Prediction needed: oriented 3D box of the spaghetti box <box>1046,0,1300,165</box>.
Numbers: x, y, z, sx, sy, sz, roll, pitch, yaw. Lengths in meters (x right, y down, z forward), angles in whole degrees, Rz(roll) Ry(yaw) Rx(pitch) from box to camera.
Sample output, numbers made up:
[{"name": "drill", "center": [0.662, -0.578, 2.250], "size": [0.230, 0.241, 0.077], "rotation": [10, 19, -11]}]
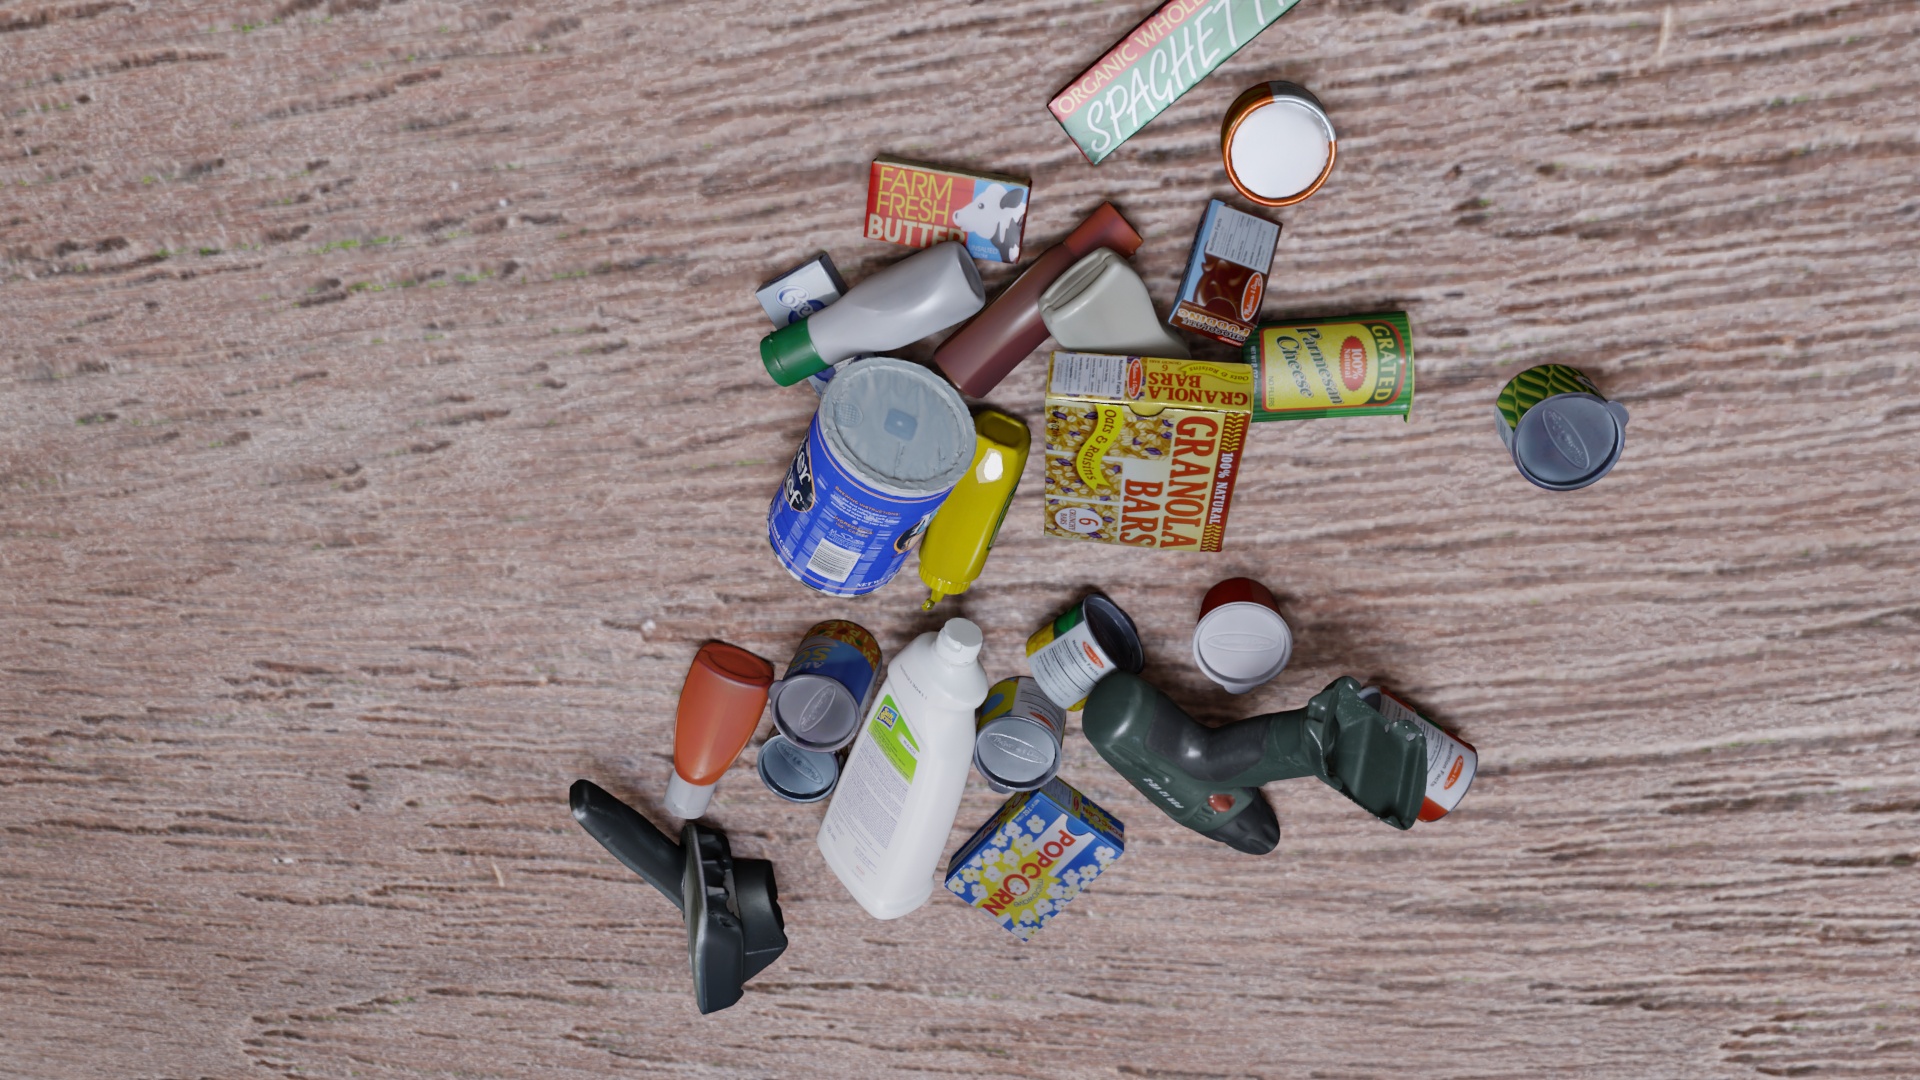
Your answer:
[{"name": "spaghetti box", "center": [0.160, -0.318, 0.819], "size": [0.249, 0.029, 0.050], "rotation": [-36, 104, 22]}]

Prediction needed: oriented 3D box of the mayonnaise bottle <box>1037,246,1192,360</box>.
[{"name": "mayonnaise bottle", "center": [0.113, -0.118, 0.886], "size": [0.064, 0.041, 0.148], "rotation": [-39, 129, 11]}]

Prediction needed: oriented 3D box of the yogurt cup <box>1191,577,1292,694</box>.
[{"name": "yogurt cup", "center": [0.197, 0.062, 0.978], "size": [0.072, 0.054, 0.072], "rotation": [3, 116, 7]}]

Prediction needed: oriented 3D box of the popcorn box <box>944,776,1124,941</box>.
[{"name": "popcorn box", "center": [0.058, 0.250, 1.098], "size": [0.085, 0.038, 0.126], "rotation": [37, 115, -8]}]

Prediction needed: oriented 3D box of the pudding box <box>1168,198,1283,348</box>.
[{"name": "pudding box", "center": [0.164, -0.166, 0.861], "size": [0.050, 0.084, 0.030], "rotation": [19, 156, -2]}]

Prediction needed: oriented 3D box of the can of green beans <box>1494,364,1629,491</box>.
[{"name": "can of green beans", "center": [0.380, -0.073, 0.883], "size": [0.071, 0.058, 0.071], "rotation": [4, 116, 8]}]

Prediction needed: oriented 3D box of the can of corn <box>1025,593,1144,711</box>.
[{"name": "can of corn", "center": [0.090, 0.081, 0.998], "size": [0.058, 0.071, 0.071], "rotation": [-37, 105, 27]}]

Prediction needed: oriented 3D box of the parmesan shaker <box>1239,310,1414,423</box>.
[{"name": "parmesan shaker", "center": [0.231, -0.107, 0.885], "size": [0.103, 0.071, 0.071], "rotation": [-3, 115, 10]}]

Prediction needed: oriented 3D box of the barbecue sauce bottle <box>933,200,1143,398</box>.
[{"name": "barbecue sauce bottle", "center": [0.051, -0.155, 0.897], "size": [0.148, 0.065, 0.044], "rotation": [-41, 84, 15]}]

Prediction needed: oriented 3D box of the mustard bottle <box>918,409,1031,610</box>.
[{"name": "mustard bottle", "center": [0.003, -0.012, 0.972], "size": [0.049, 0.065, 0.159], "rotation": [23, 123, 2]}]

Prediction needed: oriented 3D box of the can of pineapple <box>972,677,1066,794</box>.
[{"name": "can of pineapple", "center": [0.044, 0.145, 1.040], "size": [0.071, 0.058, 0.070], "rotation": [4, 116, 8]}]

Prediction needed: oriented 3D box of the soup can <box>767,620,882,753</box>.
[{"name": "soup can", "center": [-0.100, 0.105, 1.029], "size": [0.071, 0.084, 0.071], "rotation": [3, 115, 7]}]

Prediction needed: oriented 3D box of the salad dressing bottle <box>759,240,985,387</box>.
[{"name": "salad dressing bottle", "center": [-0.058, -0.143, 0.896], "size": [0.147, 0.064, 0.044], "rotation": [-21, 129, 18]}]

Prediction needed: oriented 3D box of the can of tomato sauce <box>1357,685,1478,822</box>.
[{"name": "can of tomato sauce", "center": [0.314, 0.153, 0.998], "size": [0.083, 0.071, 0.071], "rotation": [33, 116, -7]}]

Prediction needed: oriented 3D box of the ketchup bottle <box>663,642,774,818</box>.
[{"name": "ketchup bottle", "center": [-0.197, 0.153, 1.090], "size": [0.065, 0.044, 0.148], "rotation": [23, 117, -1]}]

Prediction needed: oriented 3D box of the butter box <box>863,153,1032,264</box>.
[{"name": "butter box", "center": [-0.008, -0.214, 0.897], "size": [0.103, 0.024, 0.053], "rotation": [10, 116, 4]}]

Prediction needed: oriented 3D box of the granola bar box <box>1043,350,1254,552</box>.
[{"name": "granola bar box", "center": [0.117, -0.053, 0.899], "size": [0.124, 0.039, 0.164], "rotation": [5, 149, 6]}]

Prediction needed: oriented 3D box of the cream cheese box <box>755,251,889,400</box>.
[{"name": "cream cheese box", "center": [-0.089, -0.139, 0.946], "size": [0.053, 0.024, 0.103], "rotation": [-26, 109, 18]}]

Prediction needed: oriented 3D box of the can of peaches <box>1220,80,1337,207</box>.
[{"name": "can of peaches", "center": [0.189, -0.237, 0.836], "size": [0.071, 0.058, 0.071], "rotation": [3, 115, 7]}]

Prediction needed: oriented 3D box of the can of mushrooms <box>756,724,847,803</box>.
[{"name": "can of mushrooms", "center": [-0.122, 0.169, 1.091], "size": [0.071, 0.033, 0.070], "rotation": [4, 115, 8]}]
